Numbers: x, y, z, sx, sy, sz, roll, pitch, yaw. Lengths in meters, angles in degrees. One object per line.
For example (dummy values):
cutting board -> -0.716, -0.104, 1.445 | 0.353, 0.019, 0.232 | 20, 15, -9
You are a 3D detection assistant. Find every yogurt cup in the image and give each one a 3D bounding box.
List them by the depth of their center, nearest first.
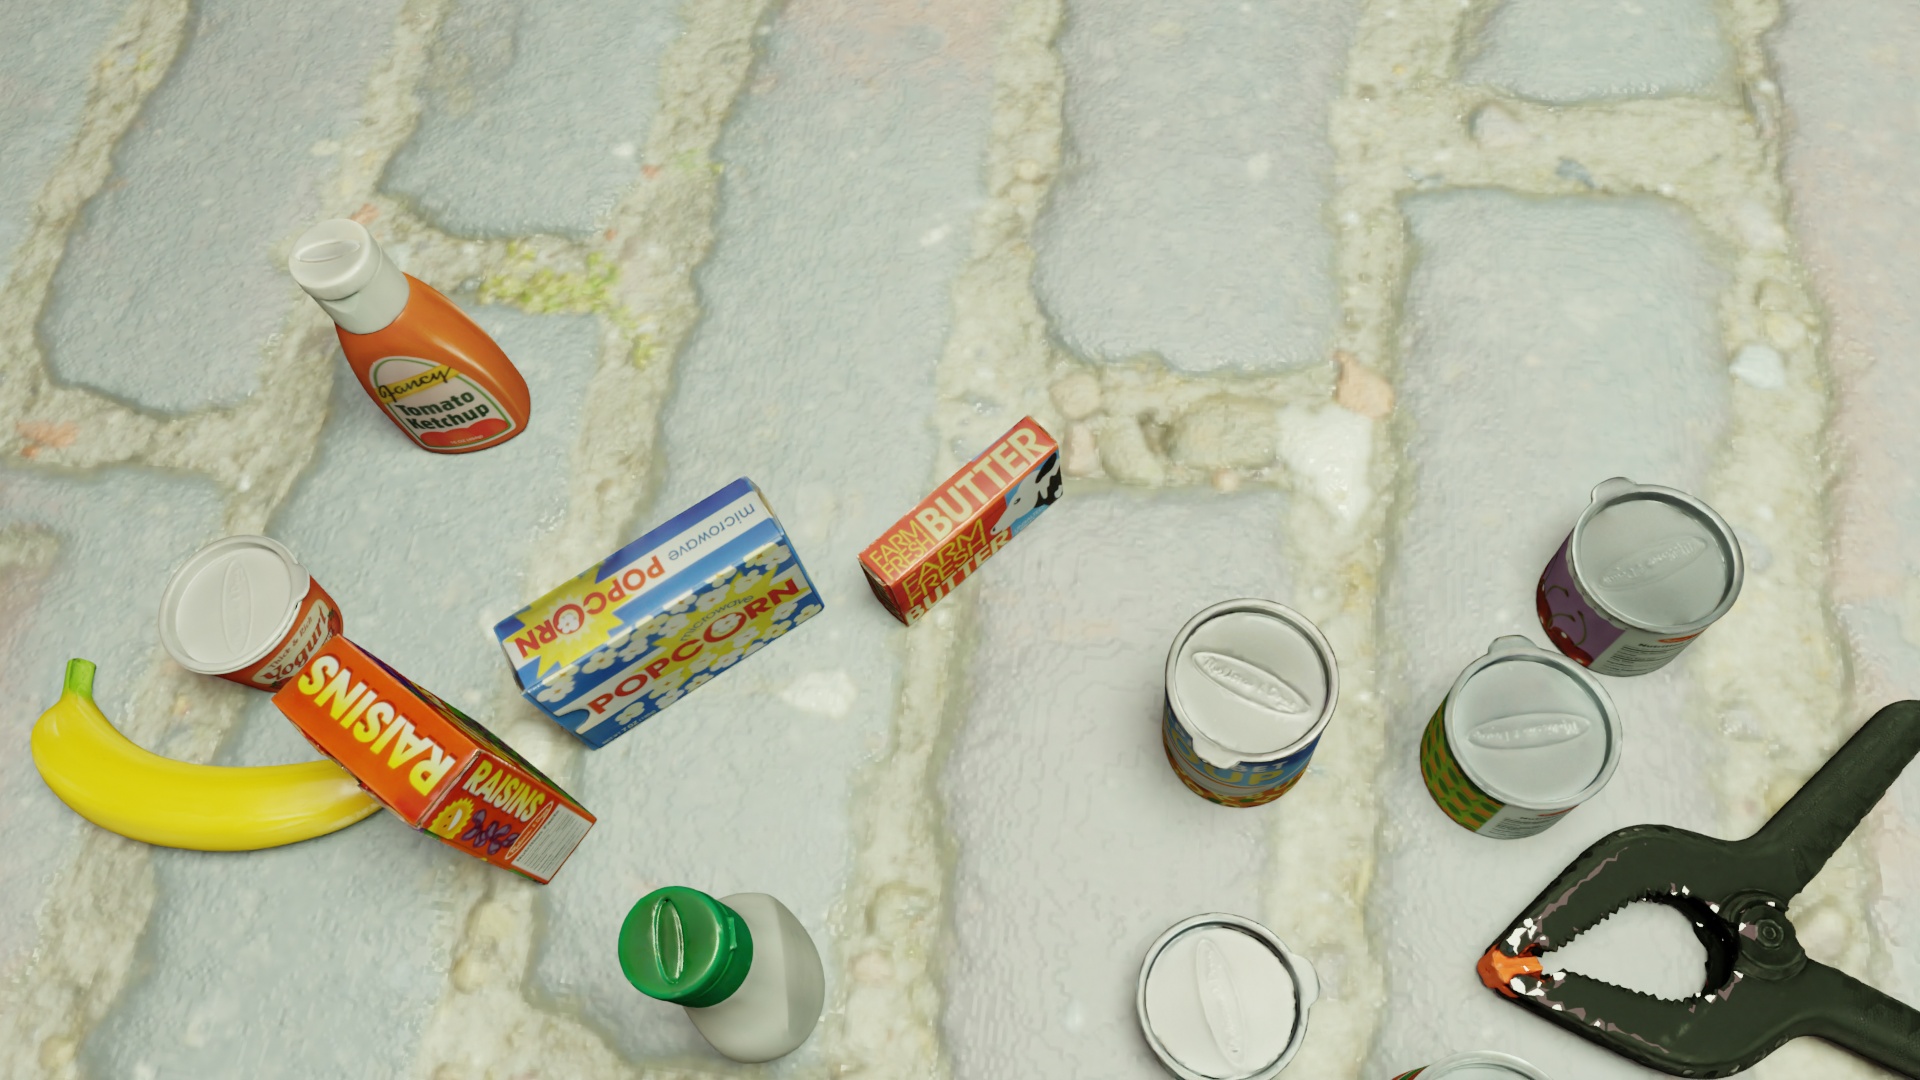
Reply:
yogurt cup -> -0.330, 0.038, 0.655 | 0.072, 0.053, 0.072 | -3, 66, 6

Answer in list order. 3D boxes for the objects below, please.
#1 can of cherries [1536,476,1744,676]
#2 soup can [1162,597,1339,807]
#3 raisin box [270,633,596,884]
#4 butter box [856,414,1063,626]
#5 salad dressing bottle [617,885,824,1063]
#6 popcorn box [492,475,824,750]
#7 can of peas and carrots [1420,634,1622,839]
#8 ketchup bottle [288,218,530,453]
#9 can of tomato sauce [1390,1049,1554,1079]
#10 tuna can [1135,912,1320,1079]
can of cherries -> 0.285, 0.016, 0.589 | 0.071, 0.058, 0.072 | -3, 66, 6
soup can -> 0.115, 0.071, 0.570 | 0.071, 0.083, 0.071 | -3, 66, 6
raisin box -> -0.214, 0.094, 0.577 | 0.086, 0.123, 0.040 | 33, 74, 19
butter box -> 0.002, -0.008, 0.636 | 0.104, 0.053, 0.024 | -40, 68, -11
salad dressing bottle -> -0.086, 0.159, 0.519 | 0.044, 0.147, 0.064 | -12, 65, 2
popcorn box -> -0.129, 0.034, 0.615 | 0.127, 0.085, 0.038 | -32, 66, -8
can of peas and carrots -> 0.225, 0.081, 0.566 | 0.071, 0.058, 0.071 | -3, 66, 6
ketchup bottle -> -0.259, -0.093, 0.654 | 0.065, 0.148, 0.044 | -12, 65, 2
can of tomato sauce -> 0.183, 0.220, 0.495 | 0.071, 0.082, 0.071 | -3, 66, 6
tuna can -> 0.105, 0.182, 0.549 | 0.071, 0.032, 0.071 | -3, 66, 6
